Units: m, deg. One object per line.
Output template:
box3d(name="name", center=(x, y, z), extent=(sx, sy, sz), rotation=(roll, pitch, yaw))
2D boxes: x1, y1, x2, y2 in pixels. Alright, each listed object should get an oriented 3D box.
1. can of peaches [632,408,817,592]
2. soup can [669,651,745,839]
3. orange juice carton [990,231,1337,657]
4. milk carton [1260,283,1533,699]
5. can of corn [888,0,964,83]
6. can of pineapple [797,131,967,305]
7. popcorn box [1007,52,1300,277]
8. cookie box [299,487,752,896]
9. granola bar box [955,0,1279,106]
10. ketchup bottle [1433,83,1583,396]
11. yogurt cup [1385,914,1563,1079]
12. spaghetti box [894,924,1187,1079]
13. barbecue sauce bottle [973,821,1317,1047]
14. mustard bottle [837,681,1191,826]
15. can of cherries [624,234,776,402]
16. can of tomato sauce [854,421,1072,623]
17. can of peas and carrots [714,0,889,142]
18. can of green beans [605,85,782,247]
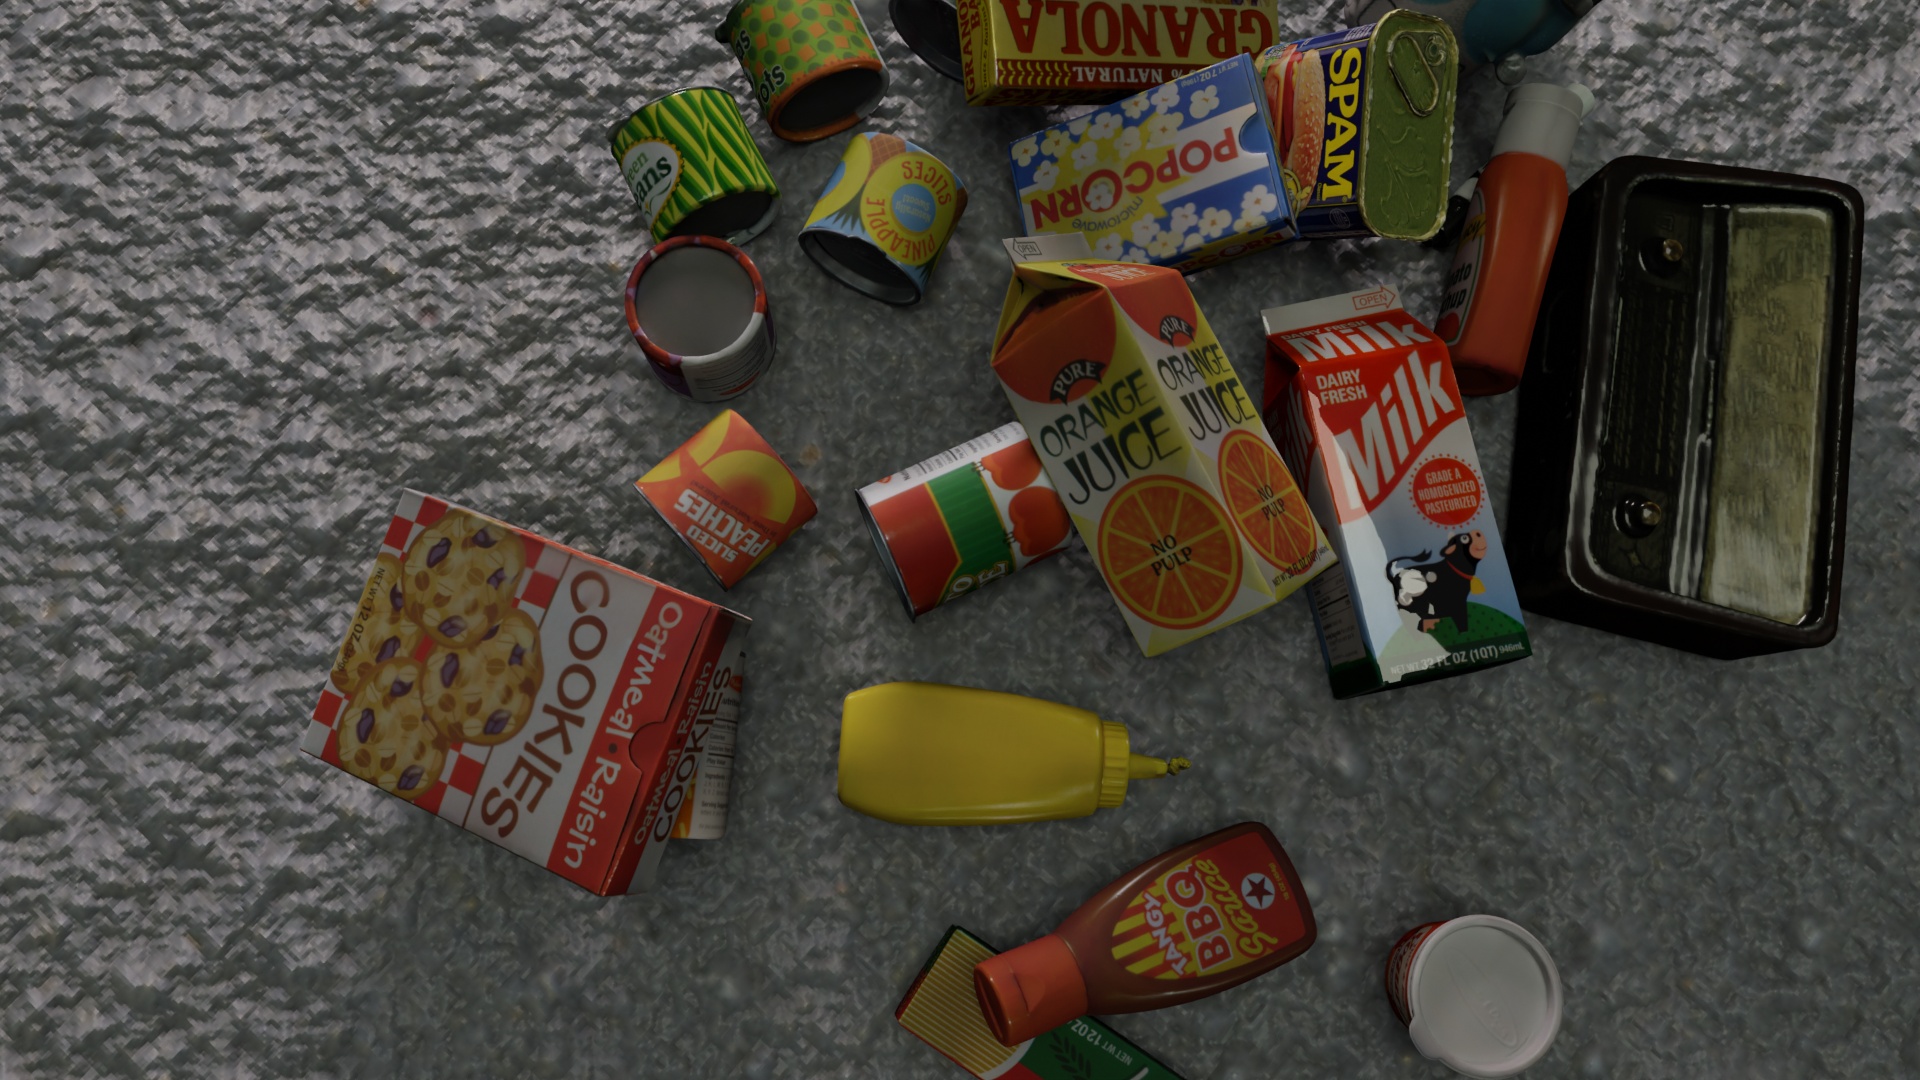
box3d(name="can of peaches", center=(-0.108, -0.019, 0.645), extent=(0.058, 0.071, 0.071), rotation=(-41, 83, -10))
box3d(name="soup can", center=(-0.137, 0.089, 0.624), extent=(0.071, 0.071, 0.084), rotation=(5, 79, -1))
box3d(name="orange juice carton", center=(0.082, -0.053, 0.622), extent=(0.072, 0.072, 0.192), rotation=(-23, 84, -51))
box3d(name="milk carton", center=(0.197, -0.027, 0.657), extent=(0.072, 0.073, 0.191), rotation=(-11, 79, -4))
box3d(name="can of corn", center=(0.009, -0.274, 0.703), extent=(0.071, 0.071, 0.058), rotation=(32, 79, 4))
box3d(name="can of pineapple", center=(-0.036, -0.156, 0.676), extent=(0.071, 0.071, 0.058), rotation=(25, 79, 3))
box3d(name="popcorn box", center=(0.092, -0.170, 0.674), extent=(0.126, 0.038, 0.085), rotation=(-15, 77, 23))
box3d(name="cookie box", center=(-0.186, 0.061, 0.589), extent=(0.167, 0.040, 0.123), rotation=(19, 85, 21))
box3d(name="granola bar box", center=(0.076, -0.277, 0.678), extent=(0.166, 0.039, 0.124), rotation=(-8, 96, -26))
box3d(name="ketchup bottle", center=(0.269, -0.148, 0.681), extent=(0.043, 0.064, 0.149), rotation=(17, 85, 3))
box3d(name="yogurt cup", center=(0.225, 0.201, 0.621), extent=(0.072, 0.054, 0.072), rotation=(0, 79, -2))
box3d(name="spaghetti box", center=(0.088, 0.261, 0.617), extent=(0.250, 0.028, 0.050), rotation=(33, 79, 5))
box3d(name="barbecue sauce bottle", center=(0.079, 0.176, 0.609), extent=(0.149, 0.043, 0.065), rotation=(-16, 70, -19))
box3d(name="mustard bottle", center=(0.025, 0.101, 0.637), extent=(0.160, 0.048, 0.065), rotation=(5, 78, -2))
box3d(name="can of cherries", center=(-0.126, -0.108, 0.668), extent=(0.071, 0.058, 0.071), rotation=(0, 79, -2))
box3d(name="can of tomato sauce", center=(0.002, -0.008, 0.650), extent=(0.083, 0.071, 0.071), rotation=(-24, 81, -7))
box3d(name="can of peas and carrots", center=(-0.078, -0.241, 0.693), extent=(0.071, 0.071, 0.059), rotation=(-25, 81, -7))
box3d(name="can of green beans", center=(-0.128, -0.178, 0.679), extent=(0.071, 0.071, 0.058), rotation=(-25, 81, -7))
